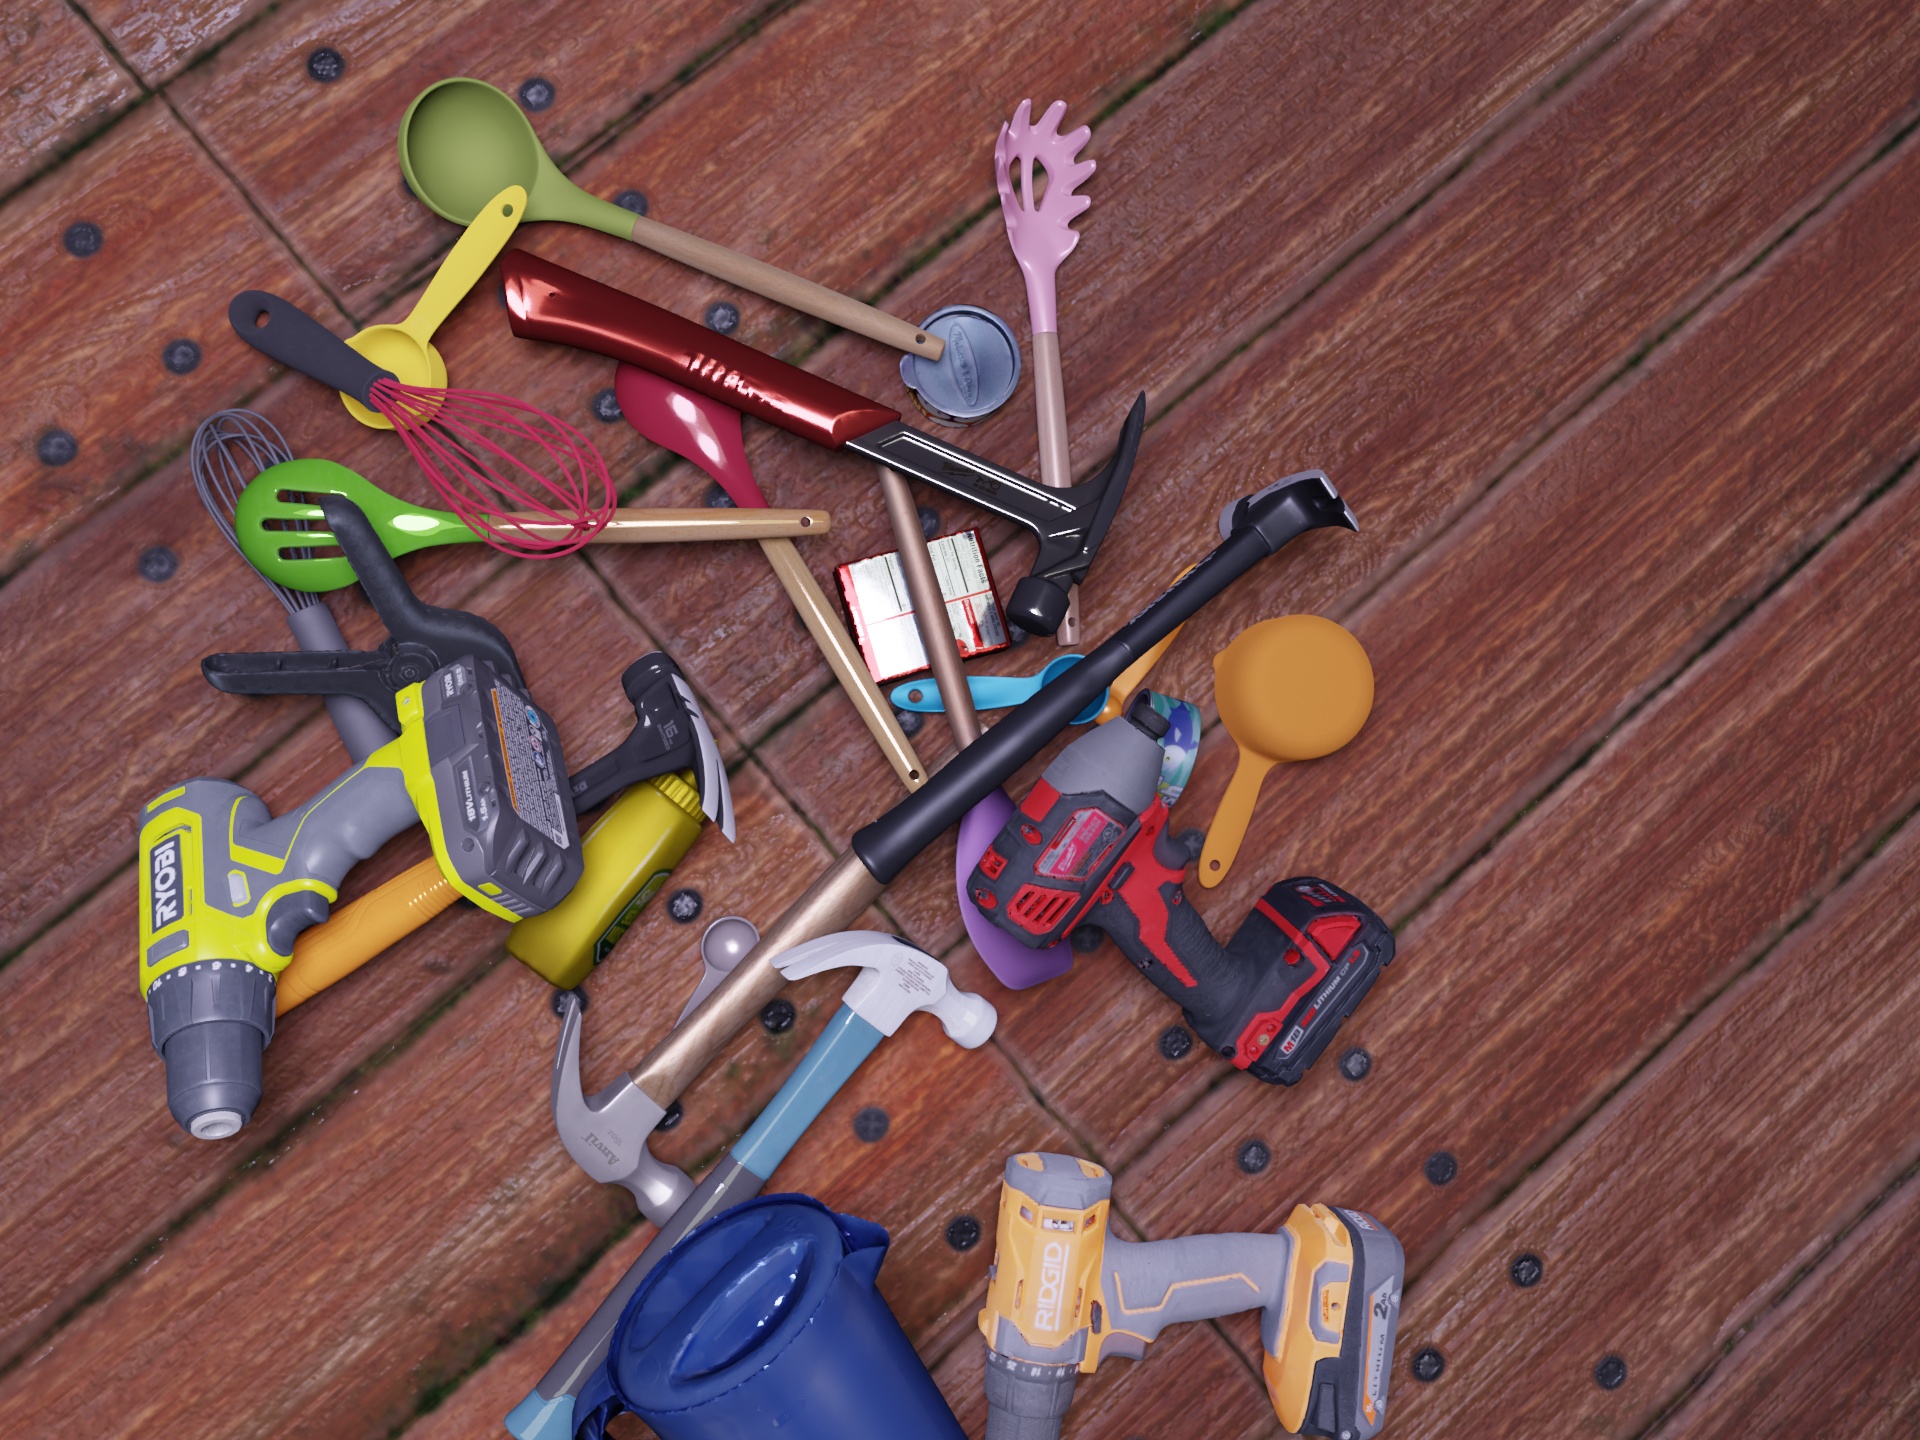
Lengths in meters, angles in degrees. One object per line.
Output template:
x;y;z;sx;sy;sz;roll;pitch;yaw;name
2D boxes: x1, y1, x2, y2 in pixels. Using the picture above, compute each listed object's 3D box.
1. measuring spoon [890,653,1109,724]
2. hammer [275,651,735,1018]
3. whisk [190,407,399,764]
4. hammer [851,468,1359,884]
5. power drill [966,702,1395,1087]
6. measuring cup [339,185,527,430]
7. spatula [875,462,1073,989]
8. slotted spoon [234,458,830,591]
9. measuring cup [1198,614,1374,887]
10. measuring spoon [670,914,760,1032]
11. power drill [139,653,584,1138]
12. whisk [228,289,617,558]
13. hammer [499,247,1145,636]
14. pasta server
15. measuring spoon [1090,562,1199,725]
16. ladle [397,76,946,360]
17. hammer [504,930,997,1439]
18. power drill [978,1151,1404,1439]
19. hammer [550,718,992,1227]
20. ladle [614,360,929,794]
0.023;-0.015;0.938;0.128;0.021;0.042;-2;80;1;measuring spoon
-0.277;0.093;0.845;0.337;0.034;0.127;-31;49;1;hammer
-0.356;-0.060;0.874;0.055;0.055;0.239;-25;95;-8;whisk
0.076;-0.027;0.862;0.335;0.146;0.035;-39;98;-13;hammer
0.125;0.095;0.878;0.219;0.079;0.143;34;94;-20;power drill
-0.283;-0.227;0.879;0.062;0.029;0.156;40;97;7;measuring cup
-0.001;-0.003;0.896;0.059;0.018;0.316;-15;89;-21;spatula
-0.226;-0.106;0.855;0.313;0.031;0.070;-2;97;-11;slotted spoon
0.183;0.019;0.936;0.095;0.052;0.174;24;82;-6;measuring cup
-0.152;0.166;0.906;0.034;0.018;0.124;25;91;-24;measuring spoon
-0.309;0.084;0.795;0.228;0.080;0.191;-27;55;8;power drill
-0.289;-0.163;0.827;0.296;0.073;0.073;31;83;25;whisk
-0.081;-0.181;0.876;0.359;0.036;0.149;24;76;0;hammer
0.055;-0.202;0.937;0.060;0.040;0.316;-4;89;-19;pasta server
0.115;-0.046;0.950;0.021;0.011;0.117;35;83;-5;measuring spoon
-0.158;-0.269;0.888;0.320;0.062;0.078;22;88;-1;ladle
-0.123;0.255;0.868;0.128;0.033;0.331;43;80;-26;hammer
0.122;0.352;0.902;0.226;0.084;0.185;9;89;-3;power drill
-0.095;0.122;0.894;0.331;0.031;0.130;-45;113;-11;hammer
-0.100;-0.091;0.898;0.069;0.031;0.315;-31;86;-9;ladle
